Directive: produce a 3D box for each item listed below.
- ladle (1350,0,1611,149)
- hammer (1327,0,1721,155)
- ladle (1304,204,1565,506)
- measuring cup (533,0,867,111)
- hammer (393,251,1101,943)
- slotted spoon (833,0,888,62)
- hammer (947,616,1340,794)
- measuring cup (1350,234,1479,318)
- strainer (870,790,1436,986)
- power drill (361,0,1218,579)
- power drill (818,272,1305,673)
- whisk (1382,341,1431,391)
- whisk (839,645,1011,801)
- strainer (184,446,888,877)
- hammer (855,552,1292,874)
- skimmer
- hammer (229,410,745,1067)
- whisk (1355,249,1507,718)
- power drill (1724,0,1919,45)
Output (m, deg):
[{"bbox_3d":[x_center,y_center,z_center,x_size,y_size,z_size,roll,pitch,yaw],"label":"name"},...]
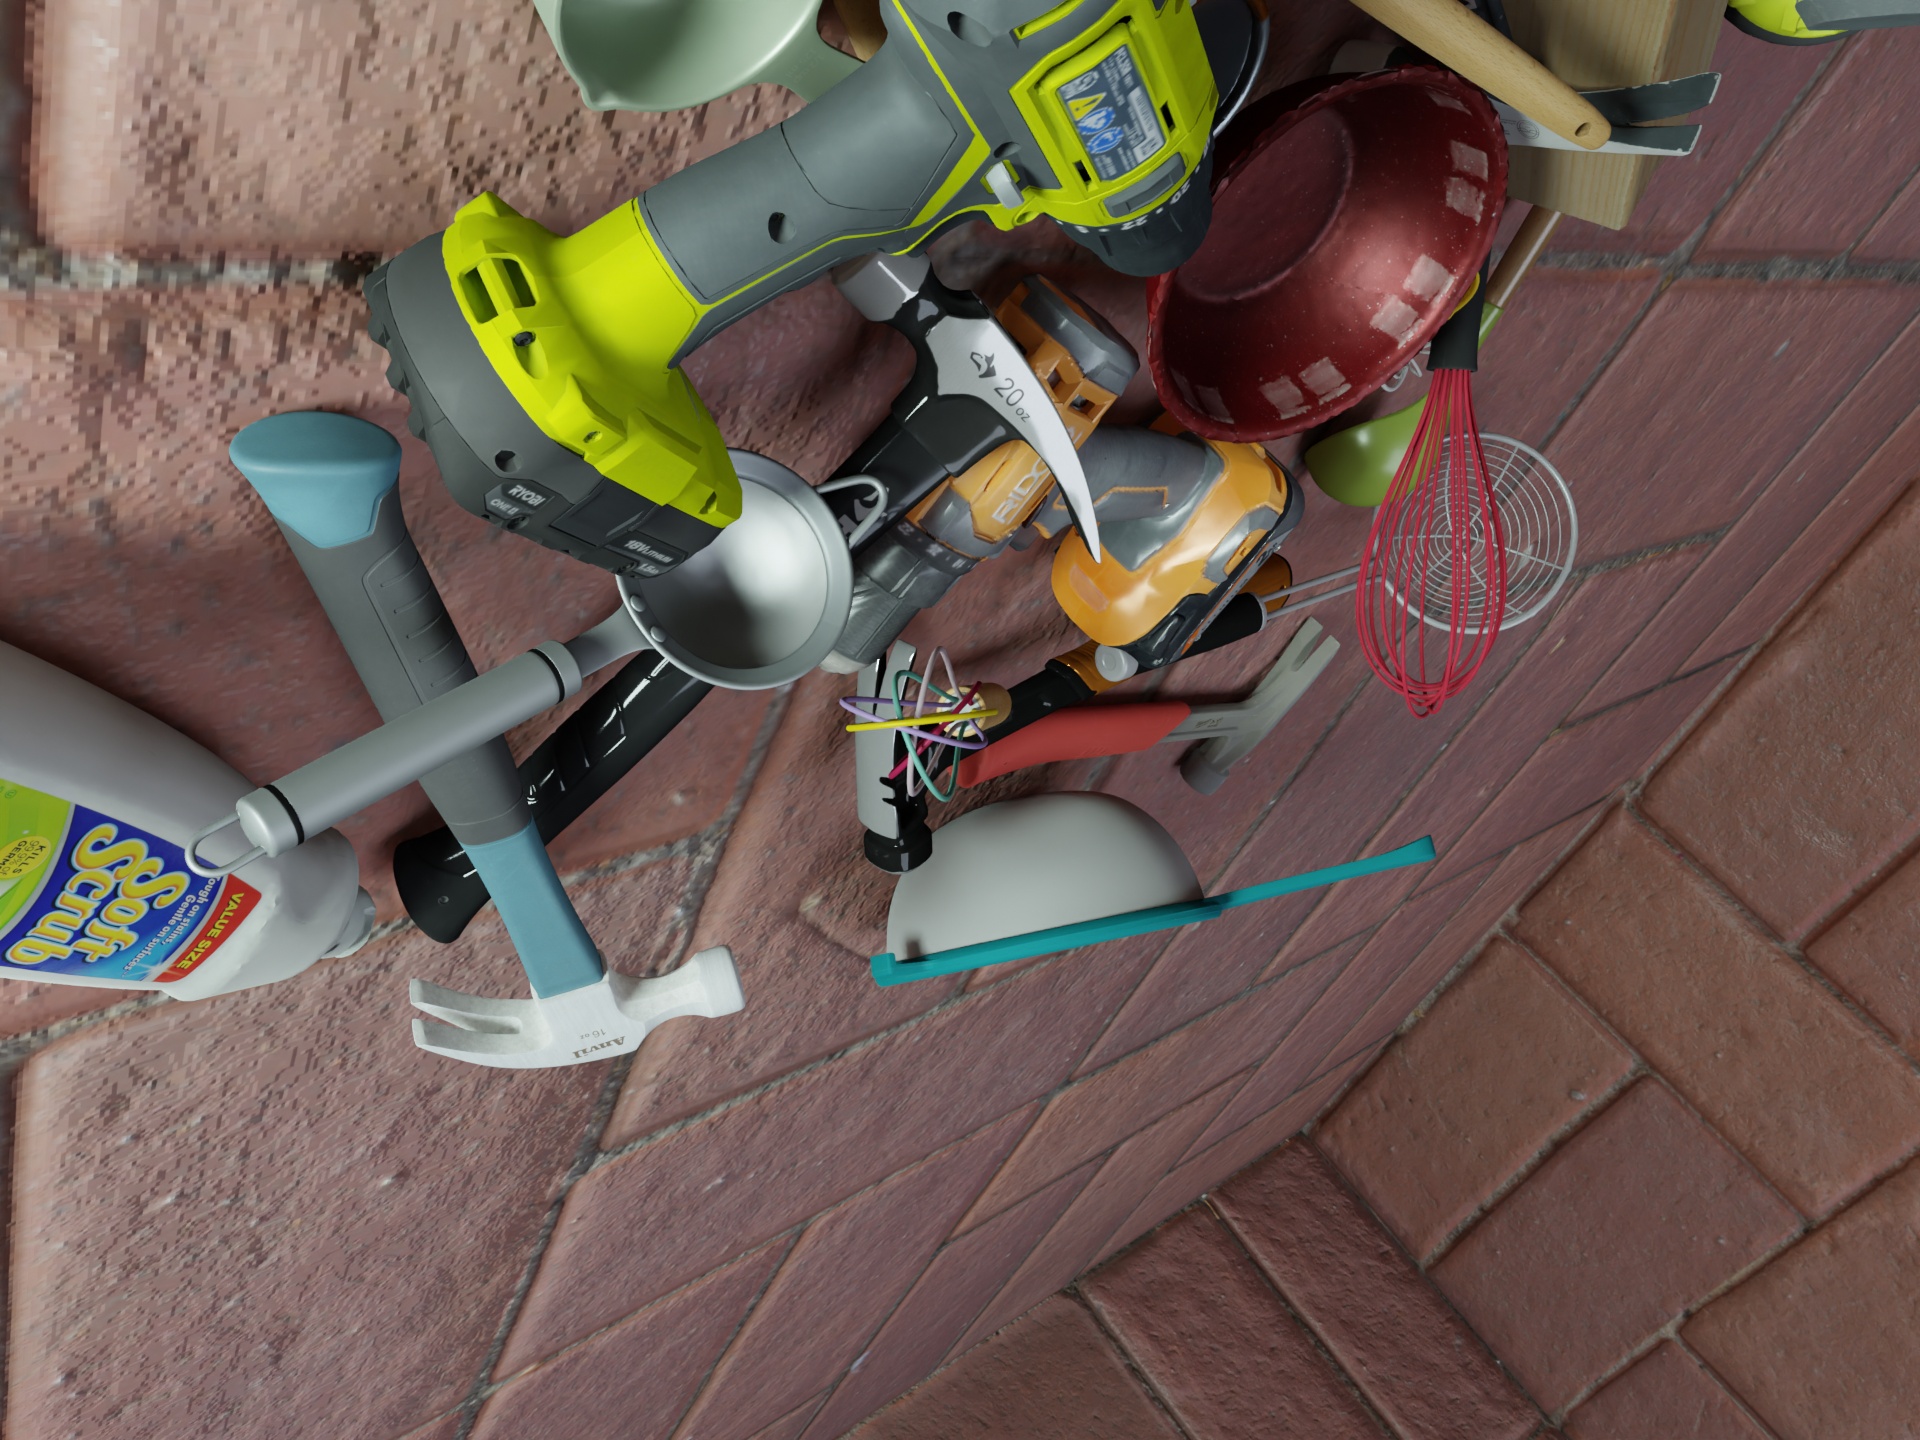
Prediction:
[{"bbox_3d":[0.102,-0.242,0.481,0.315,0.031,0.069,15,138,-34],"label":"ladle"},{"bbox_3d":[0.131,-0.268,0.461,0.408,0.149,0.036,18,93,-61],"label":"hammer"},{"bbox_3d":[0.288,-0.252,0.848,0.078,0.062,0.320,-5,130,-49],"label":"ladle"},{"bbox_3d":[-0.053,-0.197,0.442,0.083,0.038,0.167,-36,165,24],"label":"measuring cup"},{"bbox_3d":[-0.096,-0.024,0.614,0.334,0.035,0.146,-41,120,14],"label":"hammer"},{"bbox_3d":[-0.052,-0.254,0.367,0.070,0.031,0.313,-35,156,-1],"label":"slotted spoon"},{"bbox_3d":[0.114,-0.002,1.000,0.359,0.037,0.149,-4,136,-53],"label":"hammer"},{"bbox_3d":[0.160,-0.185,0.729,0.156,0.029,0.062,-19,157,41],"label":"measuring cup"},{"bbox_3d":[0.106,0.080,0.953,0.340,0.095,0.211,-13,171,3],"label":"strainer"},{"bbox_3d":[-0.031,-0.135,0.458,0.228,0.080,0.190,-30,165,12],"label":"power drill"},{"bbox_3d":[0.041,-0.084,0.716,0.185,0.084,0.226,-50,149,19],"label":"power drill"},{"bbox_3d":[0.179,-0.217,0.741,0.246,0.058,0.059,22,80,-59],"label":"whisk"},{"bbox_3d":[0.001,-0.002,0.647,0.047,0.051,0.245,-35,177,8],"label":"whisk"},{"bbox_3d":[-0.125,-0.020,0.508,0.258,0.087,0.050,-34,-176,-37],"label":"strainer"},{"bbox_3d":[0.075,-0.038,0.863,0.337,0.034,0.127,-26,129,-39],"label":"hammer"},{"bbox_3d":[0.226,-0.084,0.914,0.363,0.127,0.090,-19,179,-40],"label":"skimmer"},{"bbox_3d":[-0.171,0.028,0.571,0.128,0.033,0.330,-17,138,-8],"label":"hammer"},{"bbox_3d":[0.232,-0.147,0.758,0.073,0.073,0.296,-7,103,-50],"label":"whisk"},{"bbox_3d":[0.337,-0.341,0.586,0.223,0.080,0.171,-42,133,-65],"label":"power drill"}]
